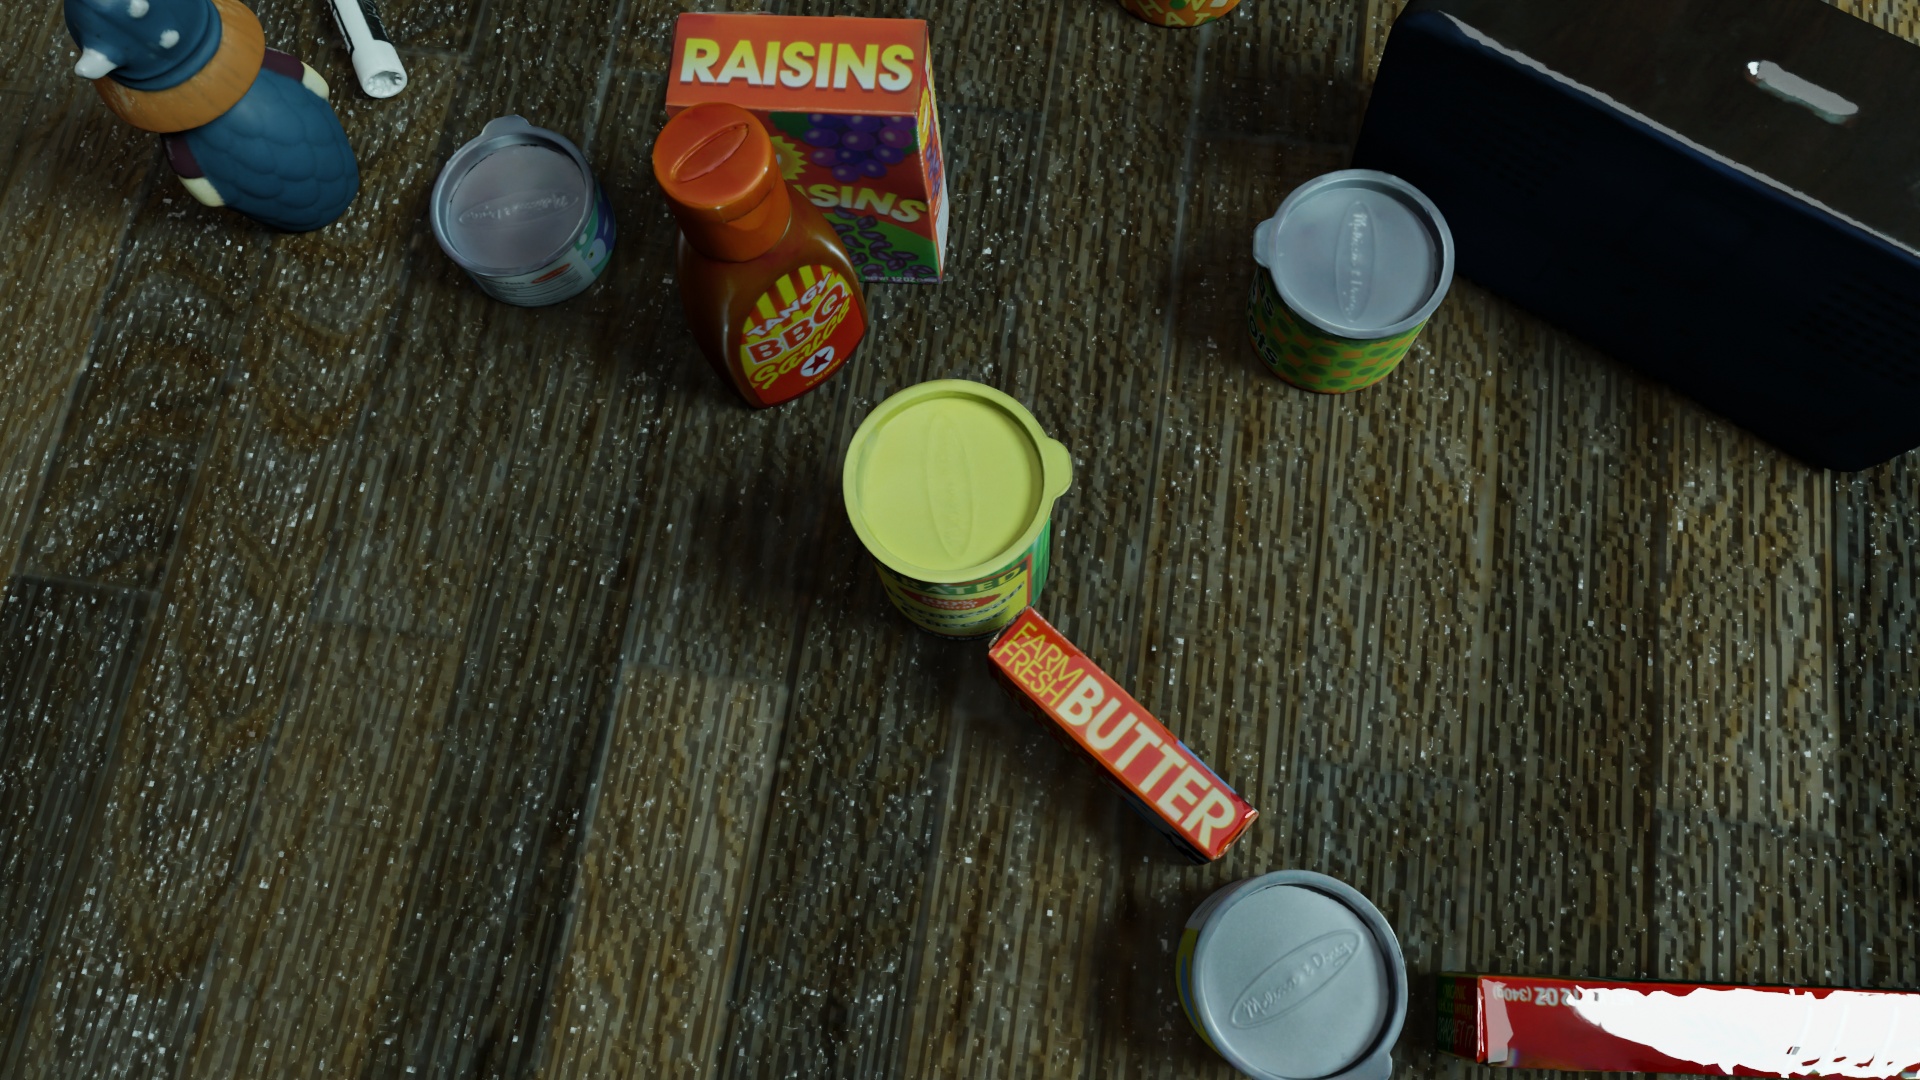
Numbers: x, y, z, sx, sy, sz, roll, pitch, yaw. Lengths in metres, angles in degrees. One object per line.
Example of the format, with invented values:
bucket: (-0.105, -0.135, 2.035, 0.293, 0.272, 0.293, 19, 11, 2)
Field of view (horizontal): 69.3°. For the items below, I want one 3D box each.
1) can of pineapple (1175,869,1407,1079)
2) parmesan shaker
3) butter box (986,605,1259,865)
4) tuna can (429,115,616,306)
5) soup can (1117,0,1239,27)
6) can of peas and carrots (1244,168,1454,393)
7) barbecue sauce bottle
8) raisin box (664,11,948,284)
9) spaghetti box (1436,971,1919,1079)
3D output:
can of pineapple: (0.106, 0.144, 0.454, 0.071, 0.057, 0.071, -1, 74, 3)
parmesan shaker: (0.002, -0.006, 0.478, 0.071, 0.103, 0.071, -1, 75, 3)
butter box: (0.053, 0.069, 0.480, 0.103, 0.053, 0.024, 42, 81, 13)
tuna can: (-0.175, -0.132, 0.559, 0.071, 0.032, 0.071, -1, 74, 3)
soup can: (0.088, -0.257, 0.554, 0.071, 0.083, 0.071, -1, 75, 3)
can of peas and carrots: (0.140, -0.095, 0.519, 0.071, 0.058, 0.071, -1, 74, 3)
barbecue sauce bottle: (-0.071, -0.097, 0.484, 0.065, 0.148, 0.044, -38, 76, -7)
raisin box: (-0.050, -0.140, 0.508, 0.086, 0.123, 0.040, 4, 75, 4)
spaghetti box: (0.284, 0.158, 0.444, 0.250, 0.050, 0.029, 1, 75, 3)
